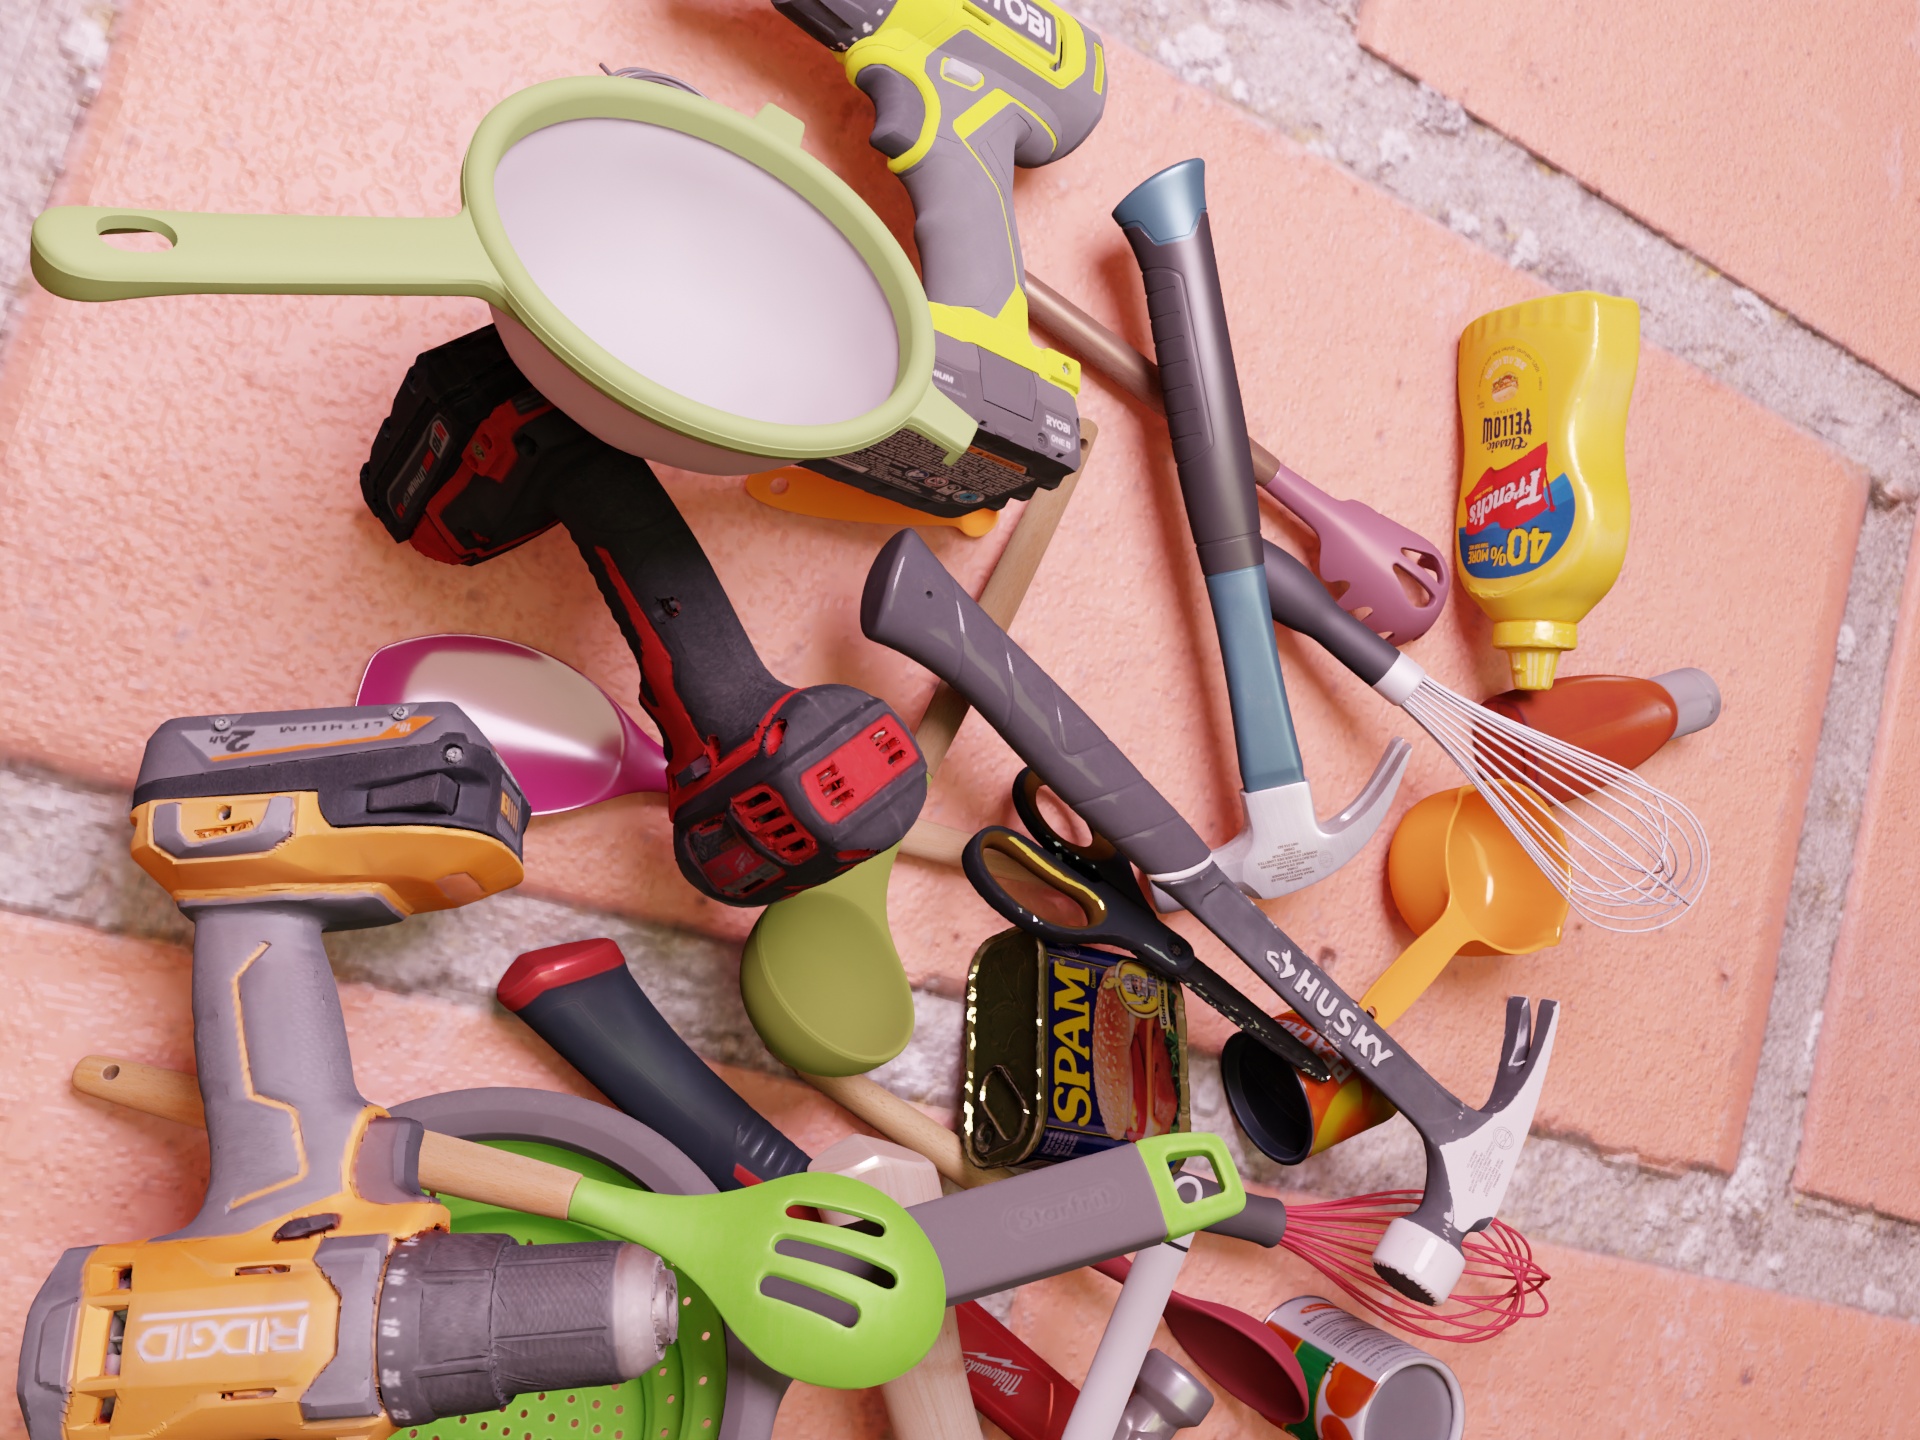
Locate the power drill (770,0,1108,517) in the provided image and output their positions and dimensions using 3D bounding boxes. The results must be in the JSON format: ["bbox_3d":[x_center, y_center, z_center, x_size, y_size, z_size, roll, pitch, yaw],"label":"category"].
[{"bbox_3d":[-0.024,-0.211,0.619,0.190,0.080,0.229,14,70,-41],"label":"power drill"}]

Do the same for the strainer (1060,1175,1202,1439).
[{"bbox_3d":[0.043,0.304,0.635,0.087,0.050,0.258,25,80,-6],"label":"strainer"}]

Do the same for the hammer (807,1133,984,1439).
[{"bbox_3d":[0.007,0.368,0.663,0.146,0.038,0.410,-22,101,-20],"label":"hammer"}]

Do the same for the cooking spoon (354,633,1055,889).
[{"bbox_3d":[-0.087,0.031,0.661,0.318,0.017,0.069,17,75,-25],"label":"cooking spoon"}]

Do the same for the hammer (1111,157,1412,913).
[{"bbox_3d":[0.120,-0.081,0.718,0.128,0.033,0.331,-11,98,5],"label":"hammer"}]

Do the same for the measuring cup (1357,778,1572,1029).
[{"bbox_3d":[0.231,0.099,0.788,0.173,0.052,0.095,-38,99,-28],"label":"measuring cup"}]

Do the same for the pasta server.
[{"bbox_3d":[0.123,-0.131,0.760,0.316,0.040,0.060,32,77,-19],"label":"pasta server"}]

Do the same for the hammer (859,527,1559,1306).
[{"bbox_3d":[0.110,0.071,0.678,0.408,0.036,0.149,44,69,-16],"label":"hammer"}]

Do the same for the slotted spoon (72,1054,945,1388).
[{"bbox_3d":[-0.157,0.159,0.543,0.314,0.031,0.070,13,51,5],"label":"slotted spoon"}]

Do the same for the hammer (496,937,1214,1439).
[{"bbox_3d":[-0.053,0.238,0.670,0.386,0.038,0.143,46,74,-19],"label":"hammer"}]

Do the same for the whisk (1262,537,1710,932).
[{"bbox_3d":[0.234,0.001,0.759,0.284,0.070,0.070,38,74,2],"label":"whisk"}]

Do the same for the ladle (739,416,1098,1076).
[{"bbox_3d":[-0.001,-0.002,0.667,0.078,0.062,0.320,35,68,-23],"label":"ladle"}]

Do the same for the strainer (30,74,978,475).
[{"bbox_3d":[-0.128,-0.115,0.463,0.256,0.069,0.152,-12,65,-39],"label":"strainer"}]

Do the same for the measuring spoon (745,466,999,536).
[{"bbox_3d":[-0.037,-0.096,0.688,0.116,0.011,0.021,5,120,-24],"label":"measuring spoon"}]

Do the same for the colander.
[{"bbox_3d":[-0.089,0.226,0.578,0.397,0.094,0.205,-12,58,-13],"label":"colander"}]

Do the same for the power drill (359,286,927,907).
[{"bbox_3d":[-0.114,-0.030,0.574,0.078,0.143,0.219,-37,94,-36],"label":"power drill"}]

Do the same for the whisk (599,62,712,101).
[{"bbox_3d":[-0.060,-0.176,0.658,0.238,0.055,0.055,41,74,-24],"label":"whisk"}]

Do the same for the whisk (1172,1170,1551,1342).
[{"bbox_3d":[0.166,0.247,0.768,0.295,0.073,0.073,20,82,-20],"label":"whisk"}]

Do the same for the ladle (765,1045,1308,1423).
[{"bbox_3d":[0.040,0.226,0.712,0.315,0.069,0.031,38,58,-16],"label":"ladle"}]

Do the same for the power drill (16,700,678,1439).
[{"bbox_3d":[-0.184,0.111,0.511,0.185,0.084,0.226,-3,66,-1],"label":"power drill"}]
